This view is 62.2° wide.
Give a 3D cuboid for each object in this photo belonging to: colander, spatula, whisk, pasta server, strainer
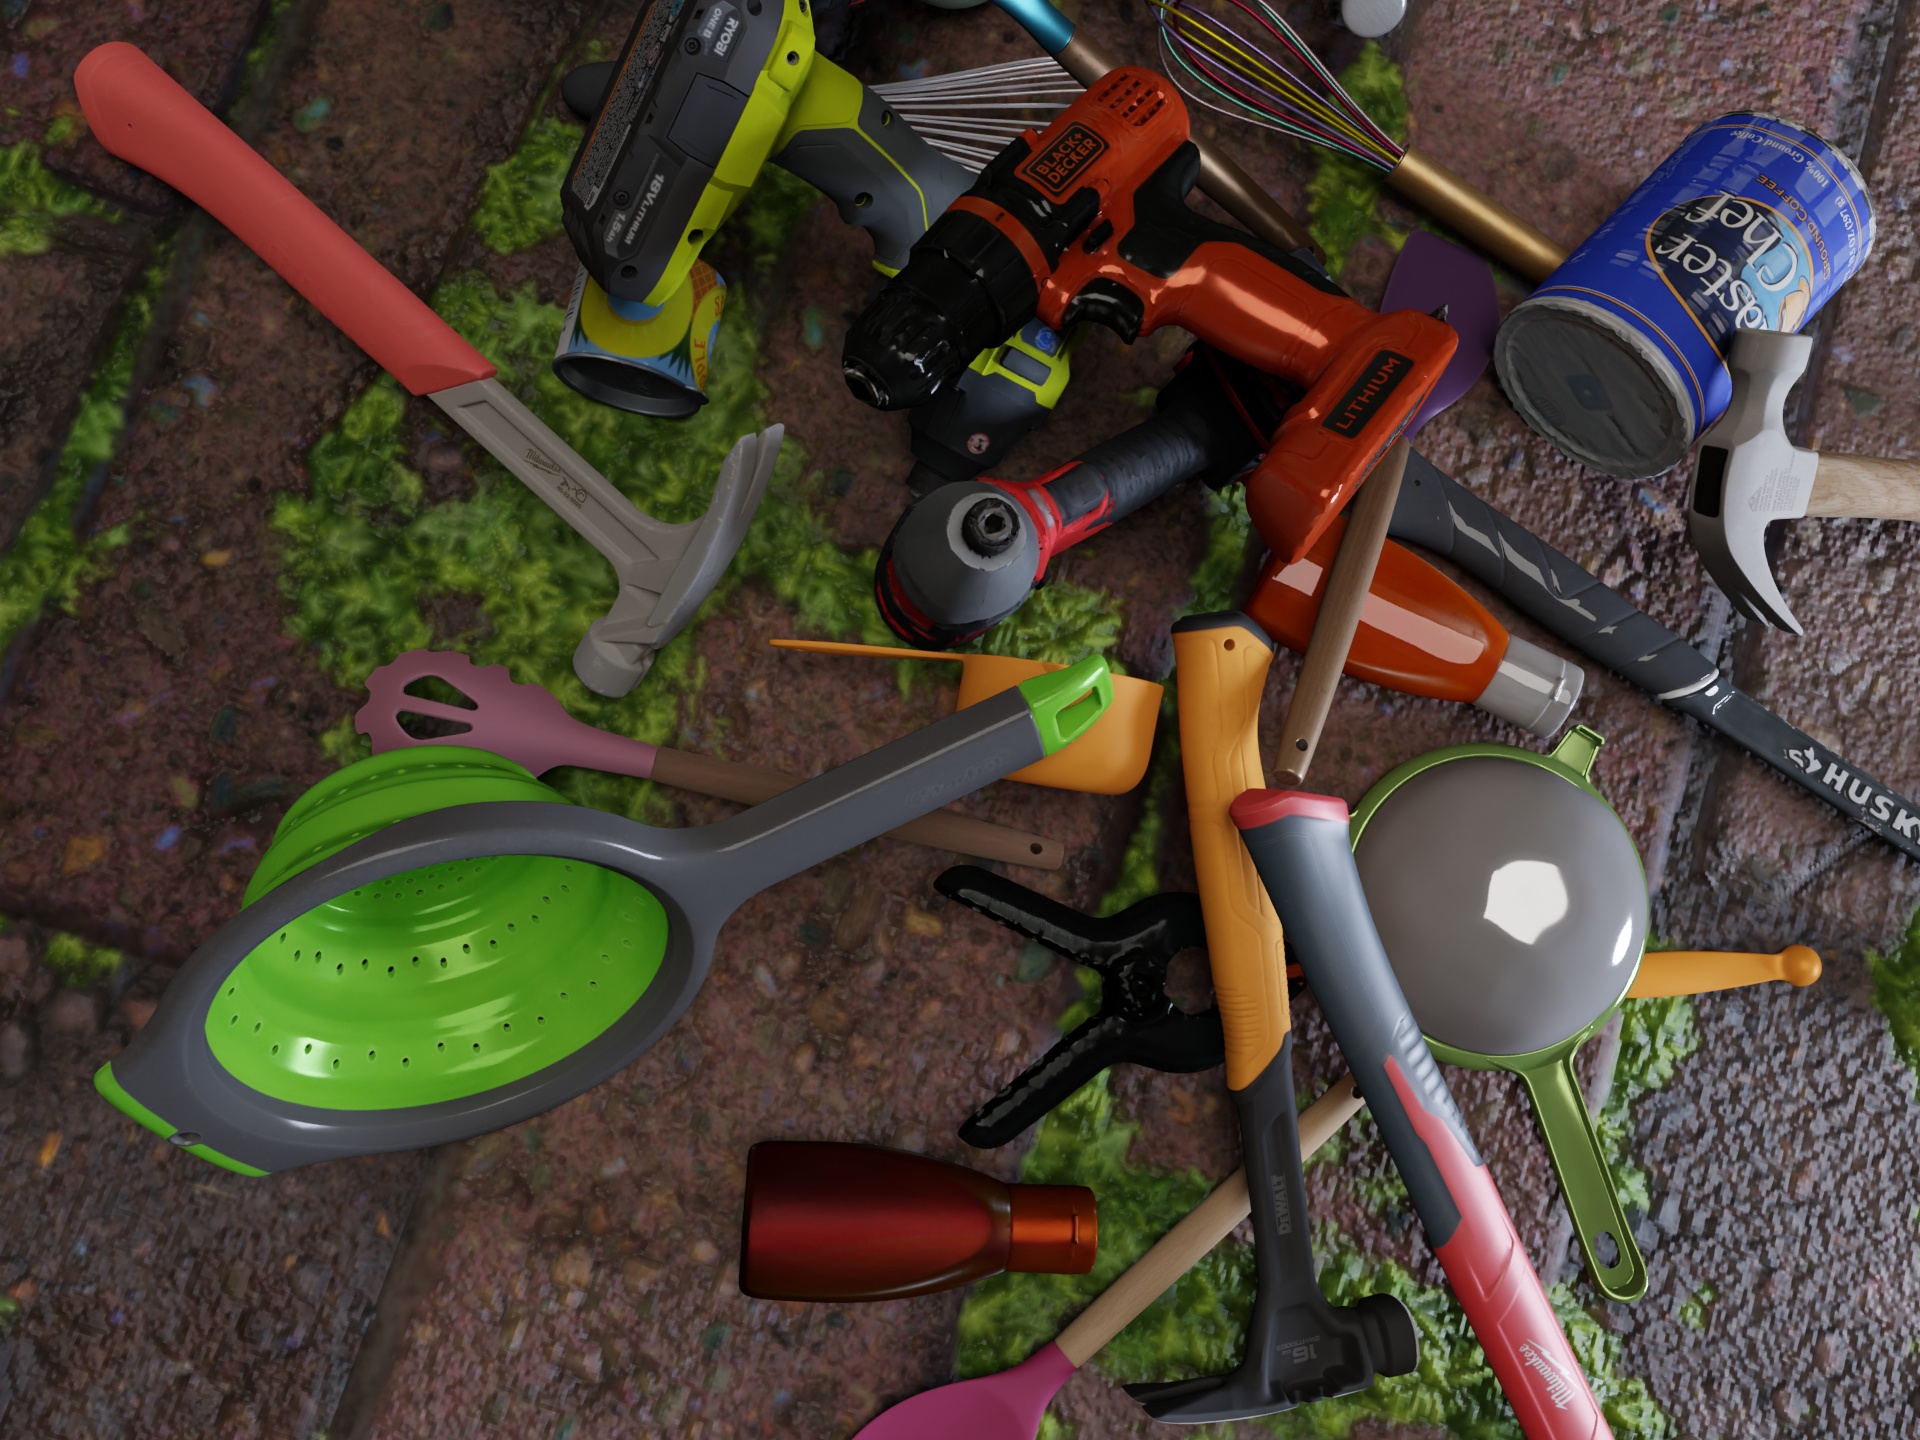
[{"bbox_3d":[-0.133,0.043,0.631,0.397,0.204,0.095,-25,54,-4],"label":"colander"},{"bbox_3d":[0.191,-0.105,0.716,0.060,0.018,0.316,25,63,-2],"label":"spatula"},{"bbox_3d":[-0.043,-0.281,0.740,0.284,0.070,0.070,4,82,0],"label":"whisk"},{"bbox_3d":[0.194,-0.284,0.772,0.245,0.047,0.051,31,78,-6],"label":"whisk"},{"bbox_3d":[-0.108,0.026,0.702,0.316,0.040,0.060,14,81,-8],"label":"pasta server"},{"bbox_3d":[0.259,0.131,0.698,0.151,0.069,0.256,-16,82,-5],"label":"strainer"},{"bbox_3d":[0.056,-0.281,0.686,0.317,0.044,0.082,26,100,-37],"label":"spatula"}]

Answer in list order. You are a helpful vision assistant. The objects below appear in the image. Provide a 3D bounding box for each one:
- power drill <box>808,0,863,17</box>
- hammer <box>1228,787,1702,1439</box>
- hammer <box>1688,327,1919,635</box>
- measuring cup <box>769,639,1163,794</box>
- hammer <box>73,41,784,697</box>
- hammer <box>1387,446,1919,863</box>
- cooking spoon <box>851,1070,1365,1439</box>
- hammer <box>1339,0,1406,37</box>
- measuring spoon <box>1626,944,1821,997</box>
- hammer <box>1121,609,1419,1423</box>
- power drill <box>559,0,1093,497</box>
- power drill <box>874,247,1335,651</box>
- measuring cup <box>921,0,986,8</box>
[{"bbox_3d":[-0.004,-0.419,0.711,0.226,0.080,0.188,-23,83,-23],"label":"power drill"},{"bbox_3d":[0.193,0.207,0.657,0.143,0.038,0.386,-29,98,-15],"label":"hammer"},{"bbox_3d":[0.478,-0.103,0.742,0.331,0.031,0.130,0,108,-20],"label":"hammer"},{"bbox_3d":[-0.001,-0.002,0.691,0.173,0.095,0.052,7,89,5],"label":"measuring cup"},{"bbox_3d":[-0.239,-0.175,0.680,0.359,0.037,0.149,42,123,6],"label":"hammer"},{"bbox_3d":[0.364,-0.011,0.752,0.409,0.036,0.149,34,79,0],"label":"hammer"},{"bbox_3d":[0.065,0.257,0.689,0.319,0.017,0.069,-39,81,-10],"label":"cooking spoon"},{"bbox_3d":[0.096,-0.457,0.703,0.330,0.033,0.128,41,37,-26],"label":"hammer"},{"bbox_3d":[0.348,0.117,0.742,0.117,0.011,0.021,-3,82,-6],"label":"measuring spoon"},{"bbox_3d":[0.116,0.122,0.672,0.127,0.034,0.337,-7,91,-16],"label":"hammer"},{"bbox_3d":[-0.042,-0.198,0.665,0.223,0.080,0.171,20,108,-32],"label":"power drill"},{"bbox_3d":[0.067,-0.107,0.680,0.219,0.143,0.078,-31,89,-12],"label":"power drill"},{"bbox_3d":[0.037,-0.382,0.772,0.167,0.038,0.083,-6,77,-19],"label":"measuring cup"}]
